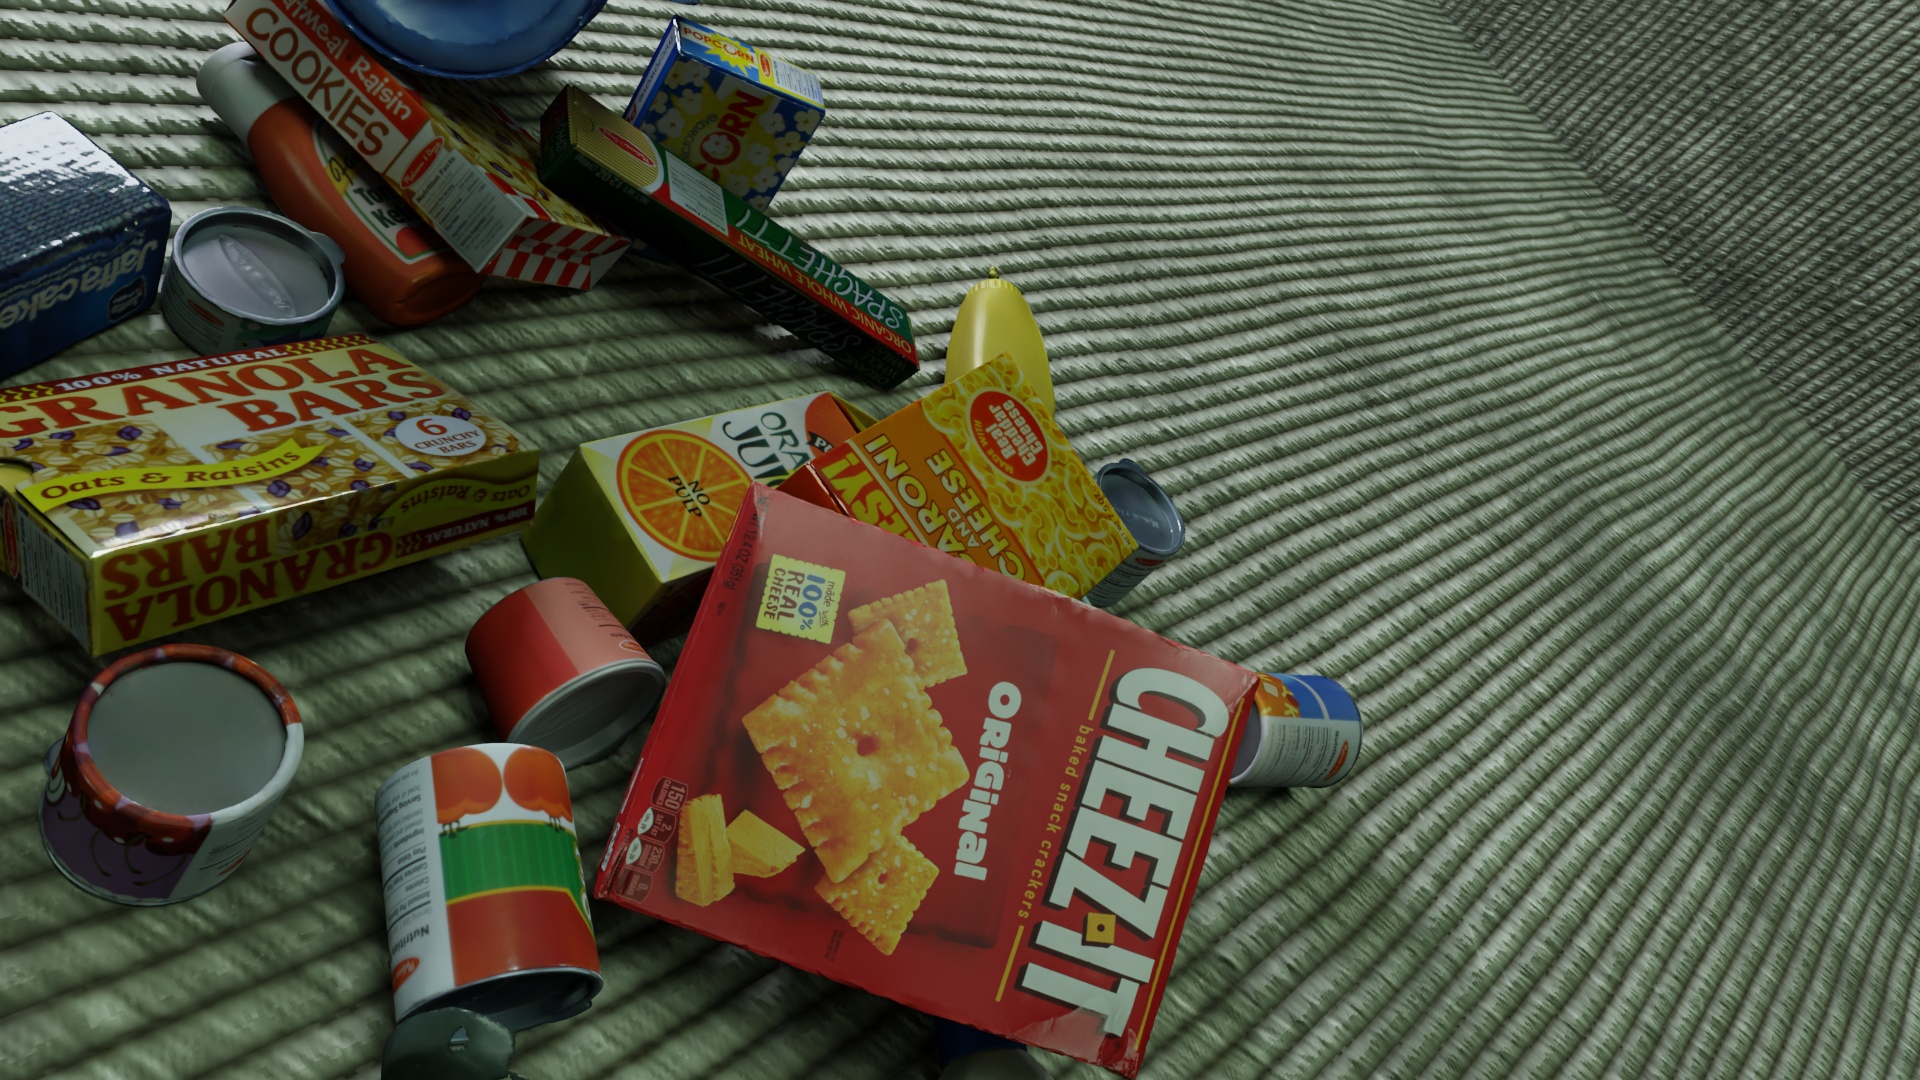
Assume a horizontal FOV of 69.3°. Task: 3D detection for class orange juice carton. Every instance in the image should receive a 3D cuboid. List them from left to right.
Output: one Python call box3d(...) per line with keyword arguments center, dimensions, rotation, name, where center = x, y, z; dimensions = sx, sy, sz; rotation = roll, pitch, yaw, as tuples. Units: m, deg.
box3d(center=(-0.099, -0.014, 0.657), dimensions=(0.193, 0.071, 0.073), rotation=(-20, 71, -49), name="orange juice carton")

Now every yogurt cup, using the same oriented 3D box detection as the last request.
box3d(center=(-0.160, 0.052, 0.551), dimensions=(0.072, 0.072, 0.054), rotation=(-13, 57, -47), name="yogurt cup")

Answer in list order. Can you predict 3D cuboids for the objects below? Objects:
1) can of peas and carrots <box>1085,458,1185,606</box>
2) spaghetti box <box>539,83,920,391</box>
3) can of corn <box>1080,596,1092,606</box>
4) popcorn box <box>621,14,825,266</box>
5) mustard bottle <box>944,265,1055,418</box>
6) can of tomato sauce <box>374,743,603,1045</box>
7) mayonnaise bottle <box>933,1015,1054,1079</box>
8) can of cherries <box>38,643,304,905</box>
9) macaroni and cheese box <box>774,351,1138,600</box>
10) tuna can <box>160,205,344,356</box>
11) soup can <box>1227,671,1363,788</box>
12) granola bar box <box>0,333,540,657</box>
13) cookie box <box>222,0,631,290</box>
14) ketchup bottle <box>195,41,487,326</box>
box3d(center=(0.089, -0.005, 0.826), dimensions=(0.071, 0.058, 0.071), rotation=(24, 42, -24), name="can of peas and carrots")
box3d(center=(-0.116, -0.156, 0.755), dimensions=(0.250, 0.028, 0.050), rotation=(28, 38, -43), name="spaghetti box")
box3d(center=(0.029, 0.053, 0.720), dimensions=(0.071, 0.058, 0.071), rotation=(24, 43, -24), name="can of corn")
box3d(center=(-0.141, -0.210, 0.753), dimensions=(0.085, 0.126, 0.038), rotation=(13, 44, -34), name="popcorn box")
box3d(center=(0.023, -0.120, 0.880), dimensions=(0.065, 0.048, 0.161), rotation=(24, 42, -24), name="mustard bottle")
box3d(center=(-0.163, 0.122, 0.482), dimensions=(0.071, 0.071, 0.083), rotation=(6, 51, -38), name="can of tomato sauce")
box3d(center=(0.017, 0.244, 0.551), dimensions=(0.065, 0.041, 0.149), rotation=(15, 46, -32), name="mayonnaise bottle")
box3d(center=(-0.256, 0.074, 0.448), dimensions=(0.071, 0.058, 0.072), rotation=(24, 43, -24), name="can of cherries")
box3d(center=(0.002, -0.008, 0.657), dimensions=(0.123, 0.040, 0.167), rotation=(56, 41, -1), name="macaroni and cheese box")
box3d(center=(-0.300, -0.108, 0.594), dimensions=(0.071, 0.032, 0.071), rotation=(24, 43, -24), name="tuna can")
box3d(center=(0.176, 0.107, 0.797), dimensions=(0.084, 0.071, 0.071), rotation=(8, 51, -37), name="soup can")
box3d(center=(-0.261, -0.027, 0.510), dimensions=(0.124, 0.039, 0.166), rotation=(29, 31, 27), name="granola bar box")
box3d(center=(-0.251, -0.197, 0.674), dimensions=(0.167, 0.040, 0.123), rotation=(45, 11, 2), name="cookie box")
box3d(center=(-0.291, -0.166, 0.646), dimensions=(0.149, 0.043, 0.065), rotation=(46, 28, 3), name="ketchup bottle")
